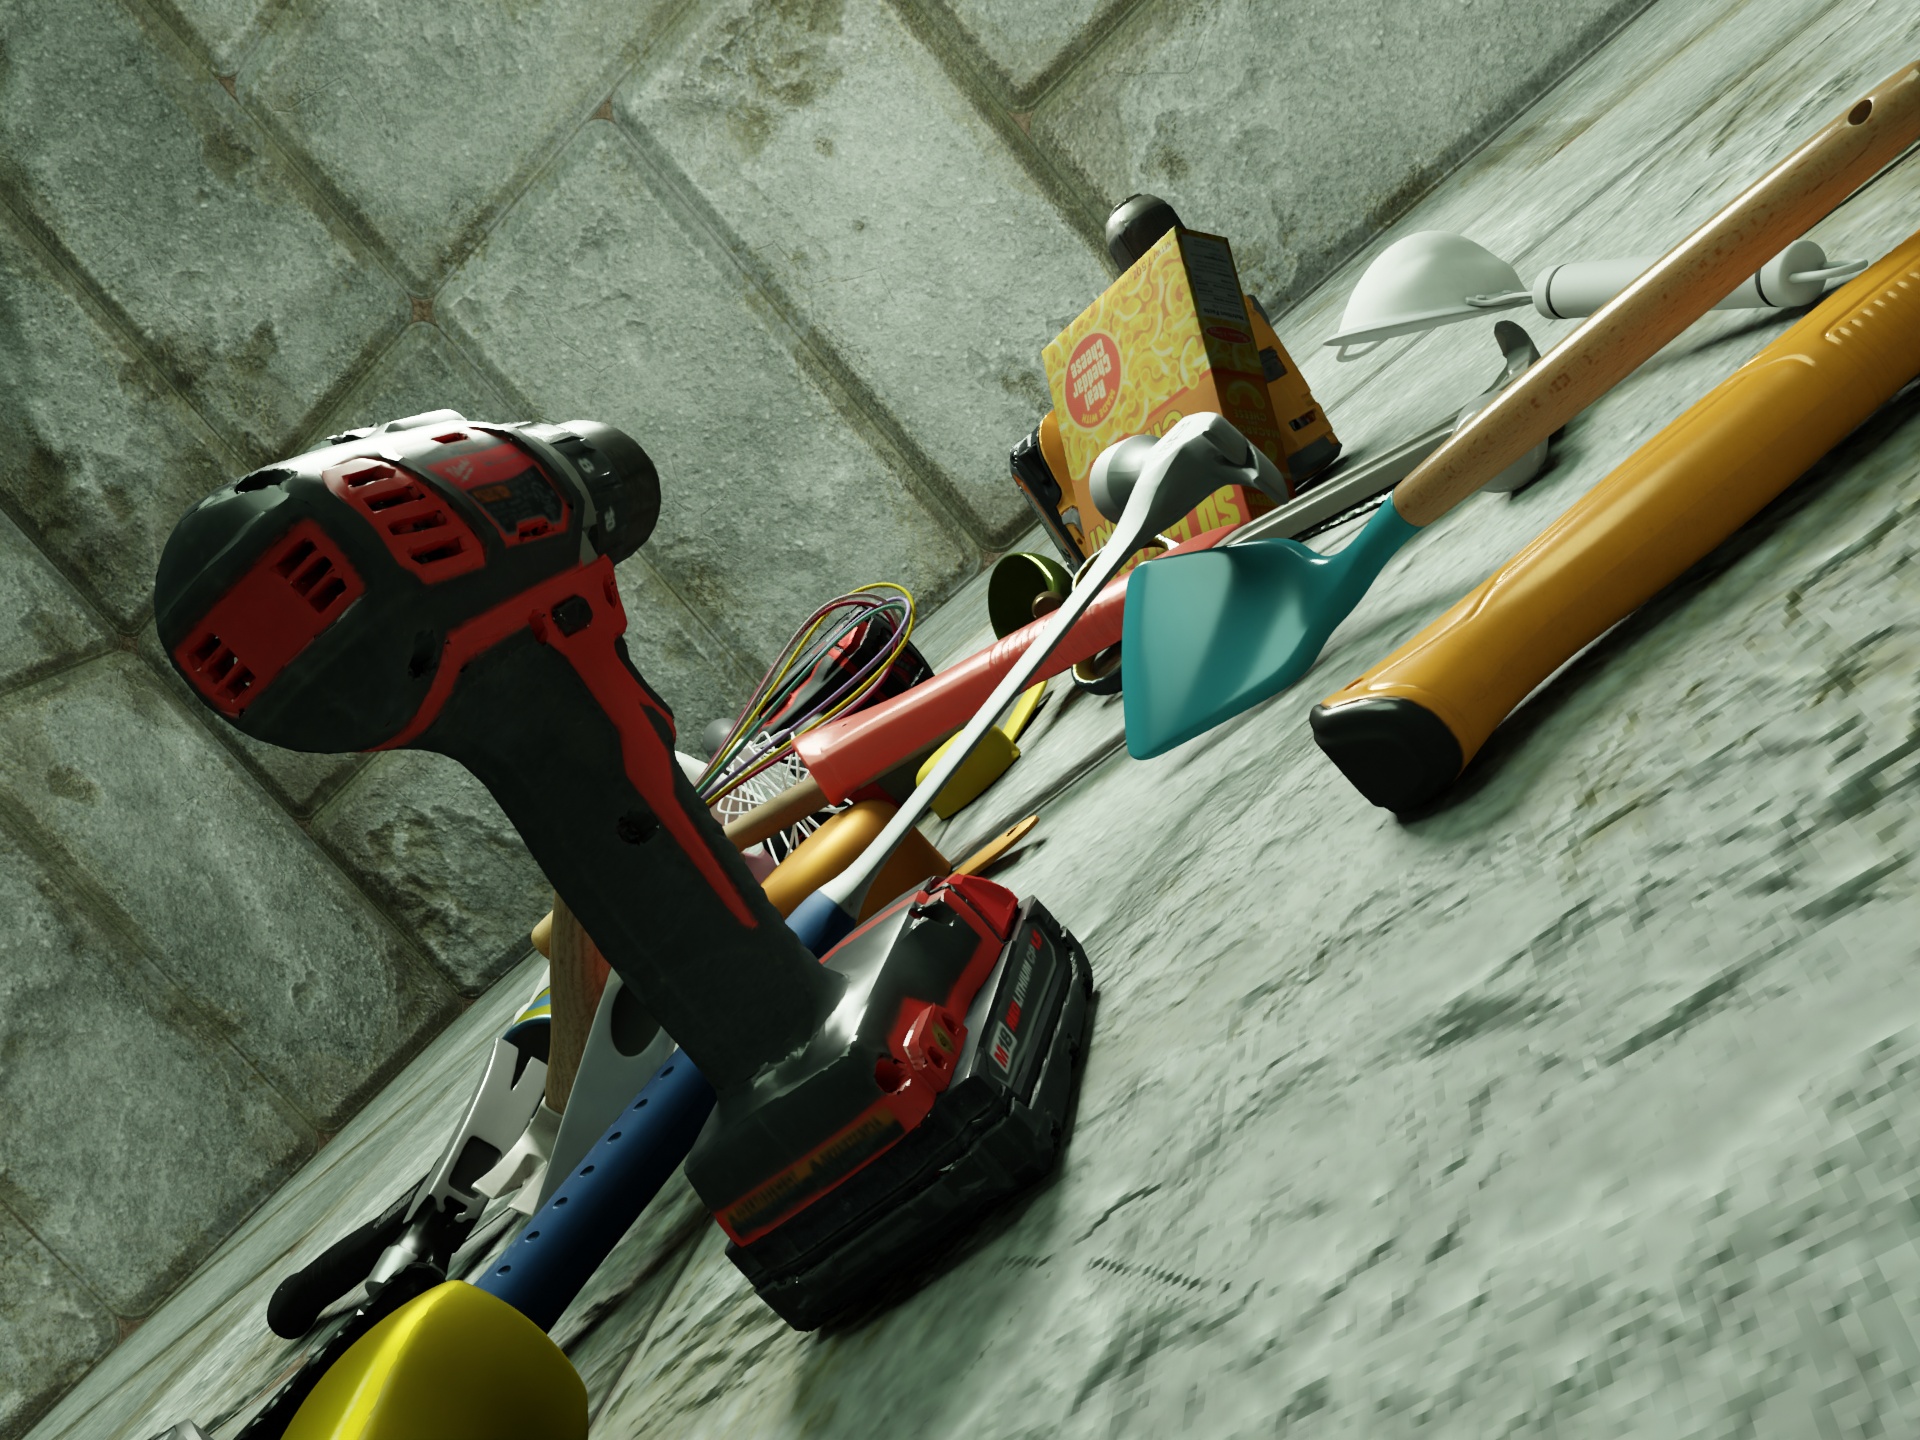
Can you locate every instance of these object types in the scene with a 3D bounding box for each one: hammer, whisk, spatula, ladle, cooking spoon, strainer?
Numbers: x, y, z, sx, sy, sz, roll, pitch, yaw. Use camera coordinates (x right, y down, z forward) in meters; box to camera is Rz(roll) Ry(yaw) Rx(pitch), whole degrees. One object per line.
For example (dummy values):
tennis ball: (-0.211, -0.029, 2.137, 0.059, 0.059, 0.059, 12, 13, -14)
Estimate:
hammer: (0.075, -0.054, 0.668, 0.359, 0.036, 0.149, -28, 12, 28)
hammer: (-0.034, 0.053, 0.533, 0.405, 0.035, 0.144, -51, 11, -7)
hammer: (-0.326, 0.288, 0.892, 0.334, 0.035, 0.146, -39, 21, 44)
hammer: (-0.165, 0.114, 0.686, 0.331, 0.031, 0.130, 111, -177, -51)
hammer: (-0.133, 0.133, 0.763, 0.386, 0.038, 0.143, 133, 153, -85)
whisk: (-0.113, 0.023, 0.766, 0.245, 0.047, 0.051, -44, -9, -4)
spatula: (0.140, -0.077, 0.468, 0.317, 0.044, 0.082, 134, 144, -57)
ladle: (0.040, -0.062, 0.909, 0.062, 0.078, 0.320, -13, 4, 5)
whisk: (-0.120, 0.028, 0.913, 0.070, 0.070, 0.285, -42, 16, -8)
cooking spoon: (-0.001, -0.003, 0.824, 0.319, 0.017, 0.069, -29, -2, -38)
strainer: (0.209, -0.154, 0.566, 0.087, 0.050, 0.259, -14, 16, -18)
hammer: (0.215, -0.099, 0.361, 0.337, 0.034, 0.127, -41, 7, 6)

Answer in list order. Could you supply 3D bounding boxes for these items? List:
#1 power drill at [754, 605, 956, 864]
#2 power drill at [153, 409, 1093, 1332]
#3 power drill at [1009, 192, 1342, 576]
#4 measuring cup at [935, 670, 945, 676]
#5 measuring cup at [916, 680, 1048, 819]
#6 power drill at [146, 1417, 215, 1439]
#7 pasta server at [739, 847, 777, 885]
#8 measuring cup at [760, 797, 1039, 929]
power drill: (-0.062, 0.009, 1.000, 0.143, 0.078, 0.220, -43, 20, 8)
power drill: (-0.068, 0.015, 0.406, 0.080, 0.226, 0.188, -39, 7, 18)
power drill: (0.111, -0.188, 0.953, 0.084, 0.185, 0.226, -31, -2, -27)
measuring cup: (-0.060, 0.033, 1.140, 0.167, 0.038, 0.083, -44, 6, -8)
measuring cup: (0.017, 0.002, 0.891, 0.062, 0.029, 0.156, -38, 10, 32)
power drill: (-0.214, 0.261, 0.308, 0.171, 0.080, 0.223, -39, 10, 27)
pasta server: (-0.145, 0.073, 0.918, 0.060, 0.040, 0.316, -56, -15, -6)
measuring cup: (-0.031, 0.059, 0.684, 0.173, 0.052, 0.095, -37, 7, 48)
